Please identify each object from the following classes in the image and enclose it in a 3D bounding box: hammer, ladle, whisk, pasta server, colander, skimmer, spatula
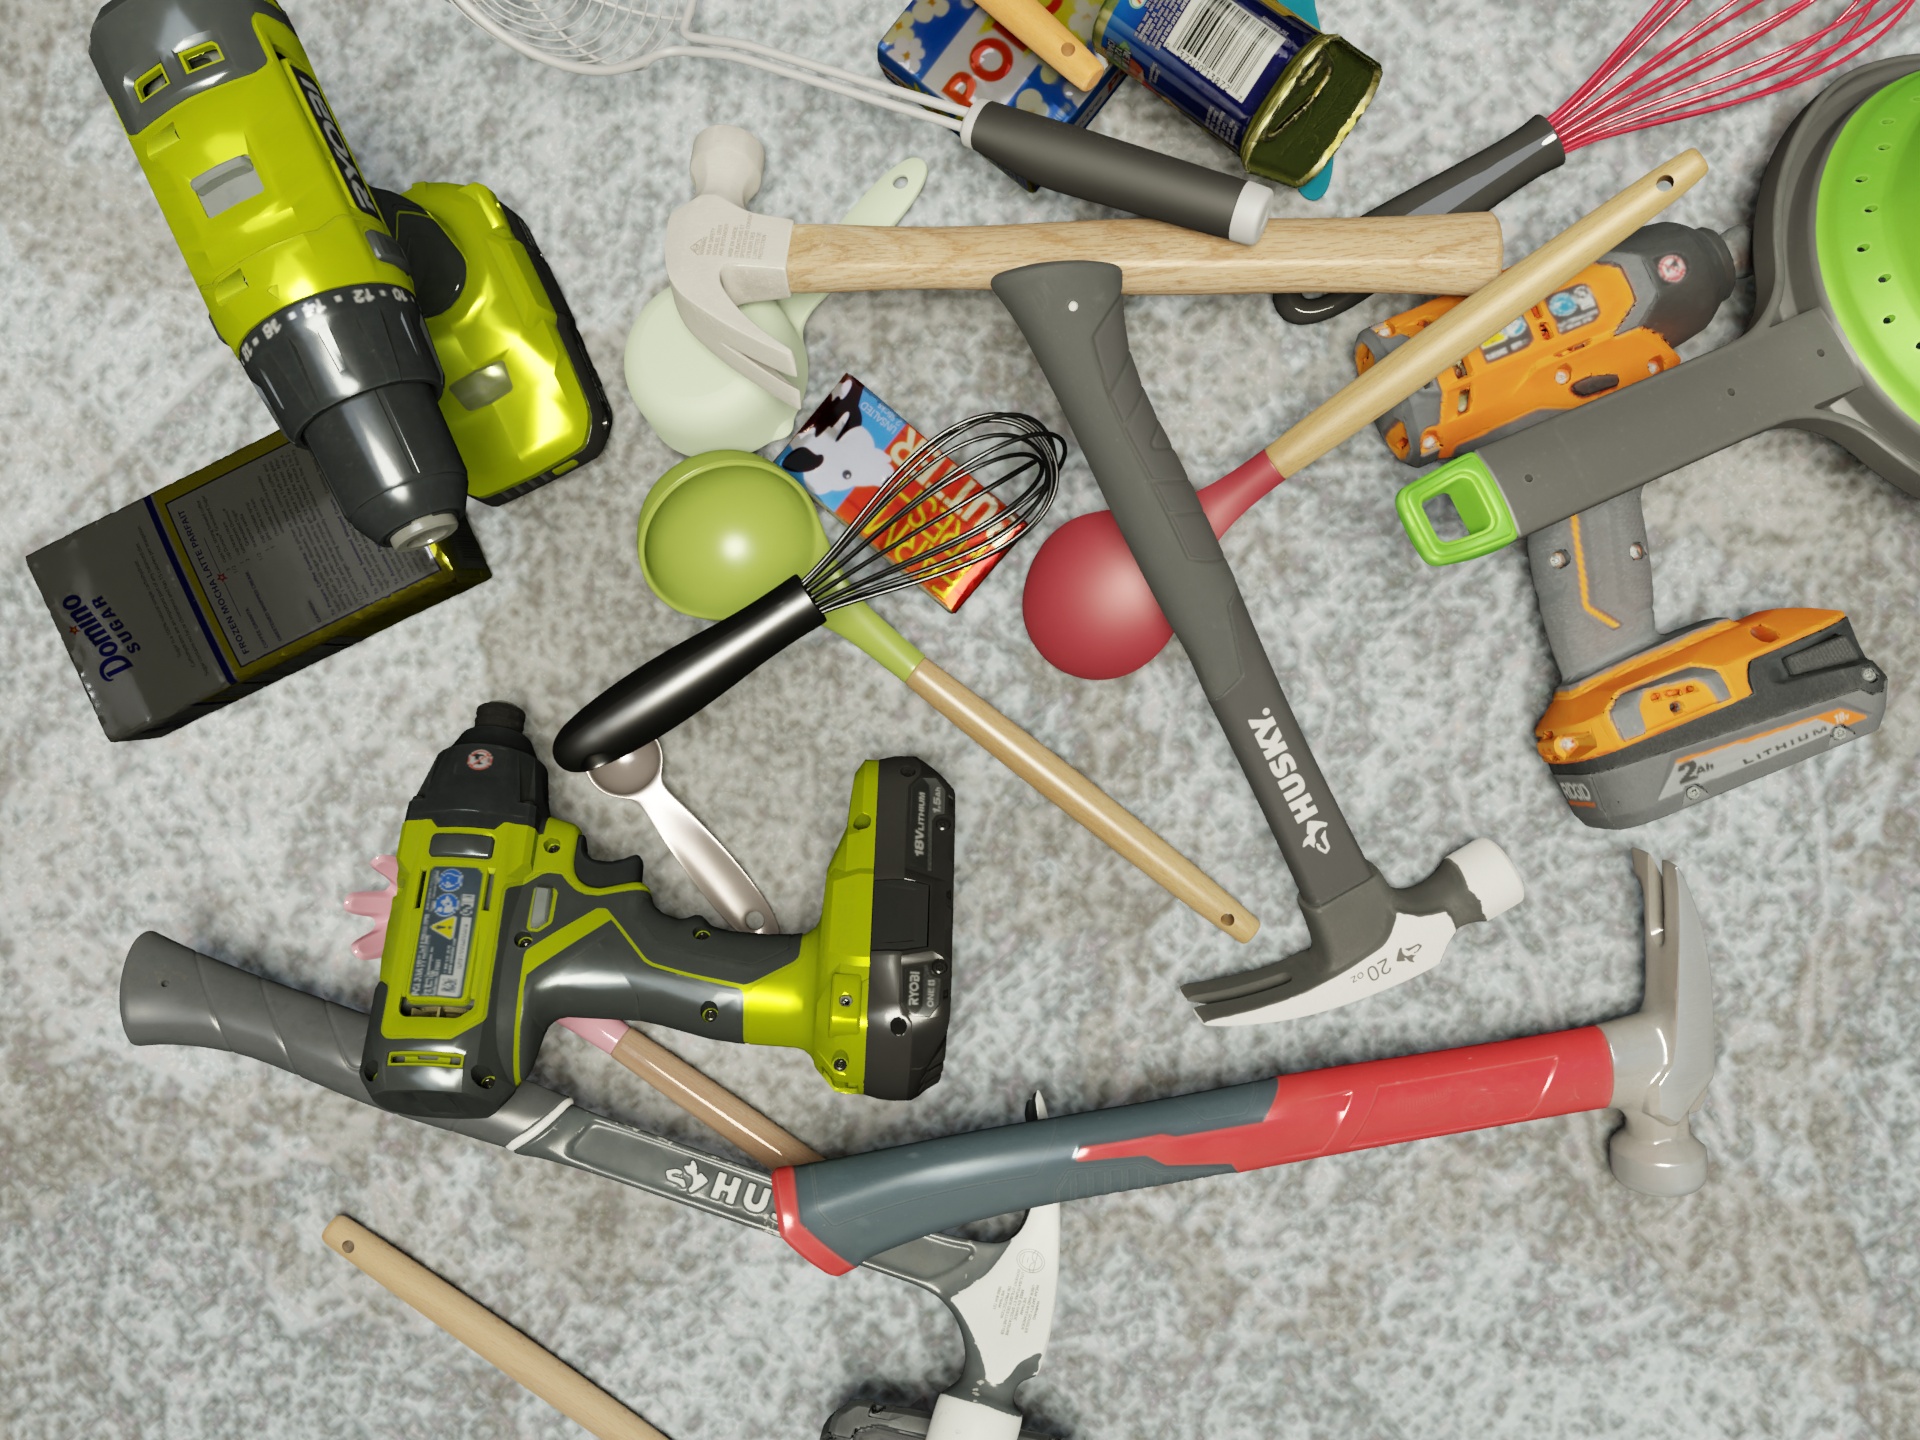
[{"bbox_3d":[0.098,-0.027,0.628,0.146,0.035,0.334,-29,108,-1],"label":"hammer"},{"bbox_3d":[-0.152,0.168,0.656,0.409,0.036,0.149,19,65,1],"label":"hammer"},{"bbox_3d":[0.116,0.148,0.637,0.386,0.038,0.143,-8,100,-8],"label":"hammer"},{"bbox_3d":[0.147,-0.116,0.628,0.315,0.031,0.069,-36,85,22],"label":"ladle"},{"bbox_3d":[0.261,-0.250,0.655,0.296,0.073,0.073,-31,90,10],"label":"whisk"},{"bbox_3d":[0.045,-0.184,0.635,0.331,0.031,0.130,1,61,5],"label":"hammer"},{"bbox_3d":[-0.129,0.158,0.700,0.316,0.040,0.060,34,88,1],"label":"pasta server"},{"bbox_3d":[0.342,-0.150,0.574,0.397,0.094,0.204,-23,83,-12],"label":"colander"},{"bbox_3d":[-0.001,-0.002,0.679,0.320,0.062,0.078,38,110,-1],"label":"ladle"},{"bbox_3d":[-0.048,-0.273,0.618,0.363,0.090,0.127,23,61,13],"label":"skimmer"},{"bbox_3d":[-0.060,-0.367,0.662,0.323,0.041,0.081,44,95,7],"label":"spatula"},{"bbox_3d":[-0.061,-0.048,0.630,0.239,0.055,0.055,-33,89,1],"label":"whisk"}]

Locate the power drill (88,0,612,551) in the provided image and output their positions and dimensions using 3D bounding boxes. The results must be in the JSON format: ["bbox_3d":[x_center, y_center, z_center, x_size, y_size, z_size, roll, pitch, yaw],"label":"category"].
[{"bbox_3d":[-0.209,-0.148,0.599,0.080,0.228,0.190,-25,90,4],"label":"power drill"}]

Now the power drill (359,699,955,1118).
[{"bbox_3d":[-0.116,0.074,0.649,0.223,0.080,0.171,3,63,-3],"label":"power drill"}]

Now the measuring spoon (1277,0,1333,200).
[{"bbox_3d":[0.147,-0.288,0.681,0.042,0.021,0.128,-4,101,21],"label":"measuring spoon"}]

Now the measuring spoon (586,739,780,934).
[{"bbox_3d":[-0.121,0.052,0.710,0.034,0.018,0.124,-38,96,-3],"label":"measuring spoon"}]

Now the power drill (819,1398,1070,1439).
[{"bbox_3d":[-0.041,0.395,0.621,0.188,0.080,0.227,9,56,3],"label":"power drill"}]

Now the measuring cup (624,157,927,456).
[{"bbox_3d":[-0.076,-0.186,0.679,0.083,0.038,0.167,42,89,18],"label":"measuring cup"}]

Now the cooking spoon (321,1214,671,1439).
[{"bbox_3d":[-0.154,0.317,0.716,0.319,0.017,0.069,34,93,2],"label":"cooking spoon"}]

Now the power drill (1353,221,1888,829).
[{"bbox_3d":[0.279,-0.087,0.646,0.164,0.084,0.226,-23,86,4],"label":"power drill"}]
